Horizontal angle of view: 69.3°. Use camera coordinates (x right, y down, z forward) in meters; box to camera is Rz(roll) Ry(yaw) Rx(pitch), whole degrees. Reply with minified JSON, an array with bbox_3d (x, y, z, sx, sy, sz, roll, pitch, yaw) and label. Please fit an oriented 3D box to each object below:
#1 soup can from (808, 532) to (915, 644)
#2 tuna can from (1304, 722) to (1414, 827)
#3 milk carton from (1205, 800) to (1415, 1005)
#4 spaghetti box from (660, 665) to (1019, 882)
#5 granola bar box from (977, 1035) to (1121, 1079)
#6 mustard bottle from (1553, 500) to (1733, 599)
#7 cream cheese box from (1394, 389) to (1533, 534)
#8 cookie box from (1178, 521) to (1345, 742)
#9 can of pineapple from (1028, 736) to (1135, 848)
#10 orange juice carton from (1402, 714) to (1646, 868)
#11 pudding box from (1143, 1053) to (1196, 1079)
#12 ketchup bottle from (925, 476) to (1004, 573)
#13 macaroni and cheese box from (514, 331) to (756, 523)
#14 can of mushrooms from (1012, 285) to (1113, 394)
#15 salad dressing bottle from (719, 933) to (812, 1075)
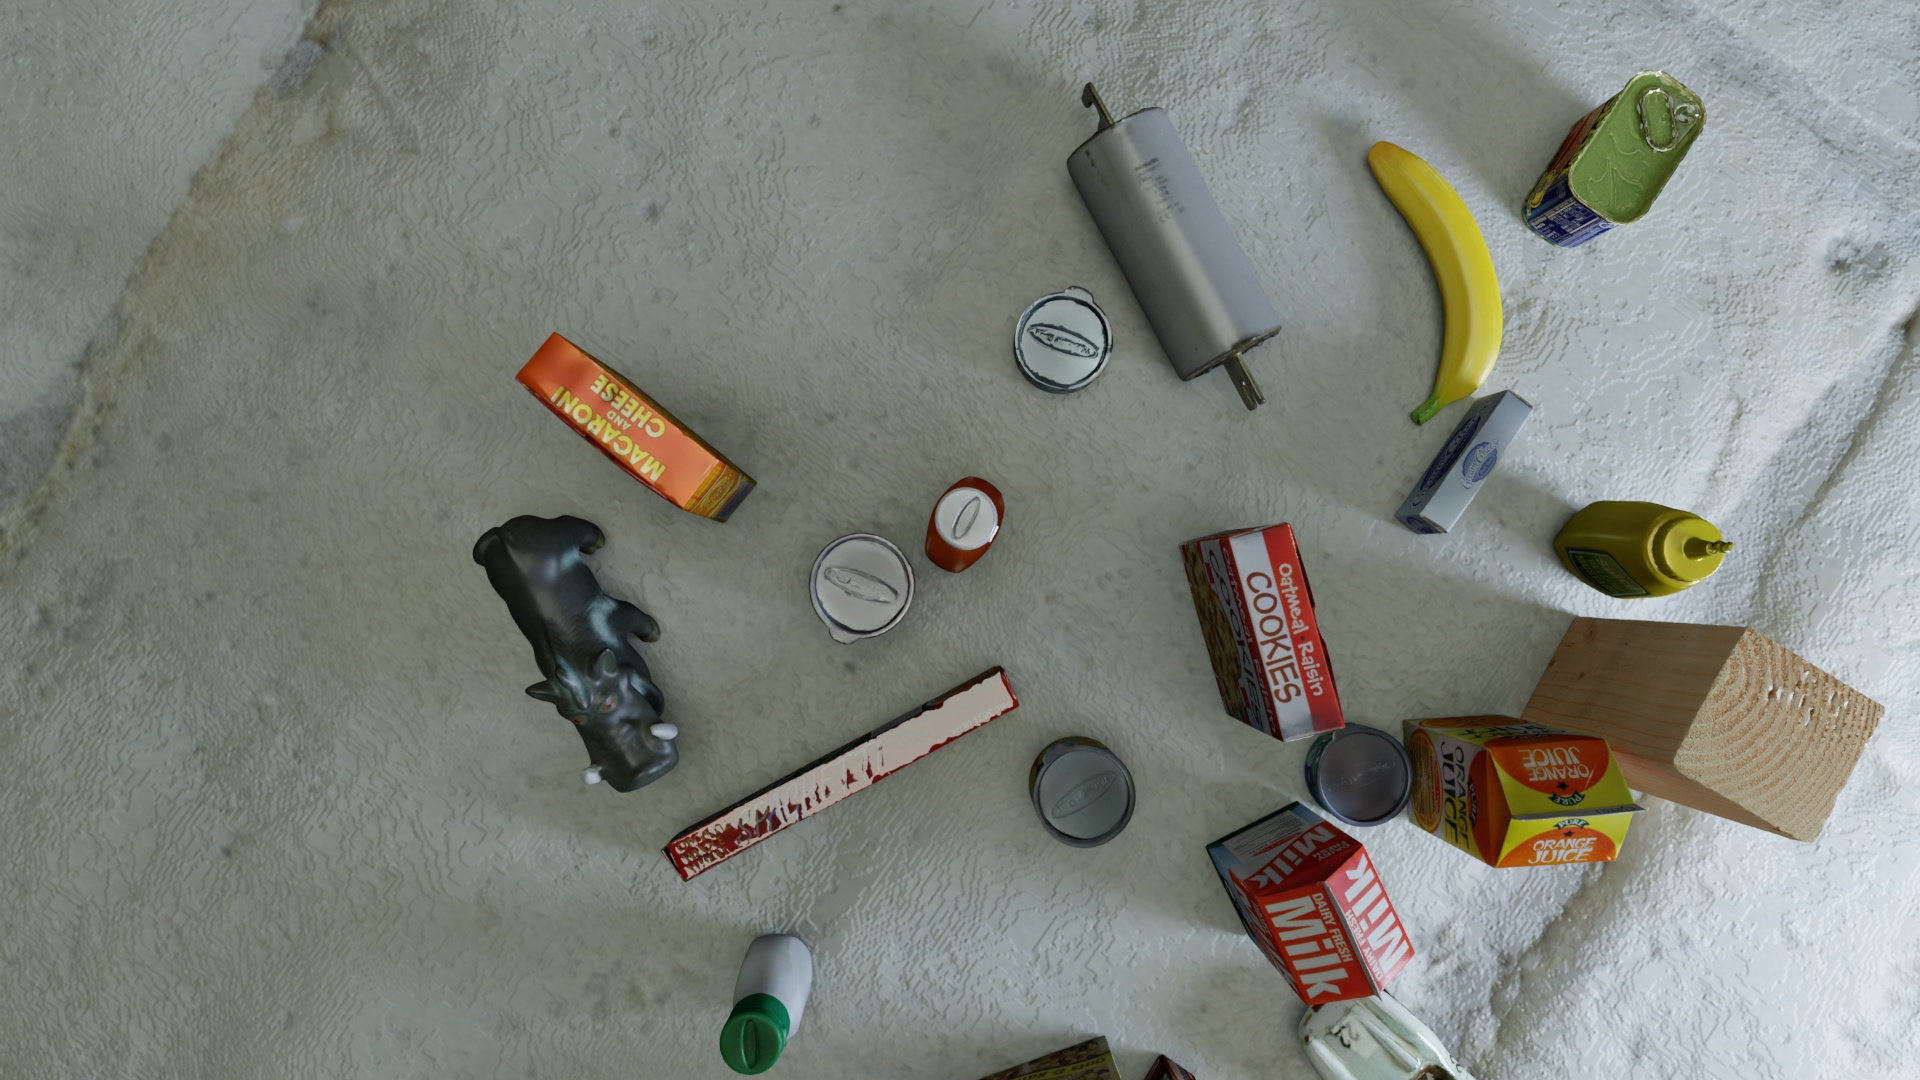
[{"bbox_3d":[-0.064,0.031,0.908,0.071,0.084,0.071,0,88,-1],"label":"soup can"},{"bbox_3d":[0.266,0.155,0.935,0.071,0.033,0.071,0,88,-1],"label":"tuna can"},{"bbox_3d":[0.215,0.222,0.852,0.073,0.190,0.072,-26,89,-2],"label":"milk carton"},{"bbox_3d":[-0.077,0.153,0.920,0.250,0.050,0.028,-28,89,-2],"label":"spaghetti box"},{"bbox_3d":[0.027,0.377,0.876,0.166,0.124,0.039,-19,89,-2],"label":"granola bar box"},{"bbox_3d":[0.437,0.005,0.880,0.065,0.160,0.049,44,88,0],"label":"mustard bottle"},{"bbox_3d":[0.338,-0.051,0.934,0.024,0.053,0.104,36,88,0],"label":"cream cheese box"},{"bbox_3d":[0.185,0.054,0.870,0.040,0.167,0.123,-15,89,-1],"label":"cookie box"},{"bbox_3d":[0.079,0.163,0.918,0.071,0.058,0.071,0,88,-1],"label":"can of pineapple"},{"bbox_3d":[0.340,0.154,0.856,0.072,0.192,0.073,-3,88,-1],"label":"orange juice carton"},{"bbox_3d":[0.125,0.388,0.914,0.030,0.049,0.083,32,88,0],"label":"pudding box"},{"bbox_3d":[0.003,-0.011,0.878,0.043,0.149,0.065,29,88,0],"label":"ketchup bottle"},{"bbox_3d":[-0.196,-0.065,0.867,0.124,0.166,0.040,38,88,0],"label":"macaroni and cheese box"},{"bbox_3d":[0.070,-0.135,0.942,0.071,0.033,0.071,0,88,-1],"label":"can of mushrooms"},{"bbox_3d":[-0.121,0.288,0.865,0.044,0.147,0.064,-2,88,-1],"label":"salad dressing bottle"}]
